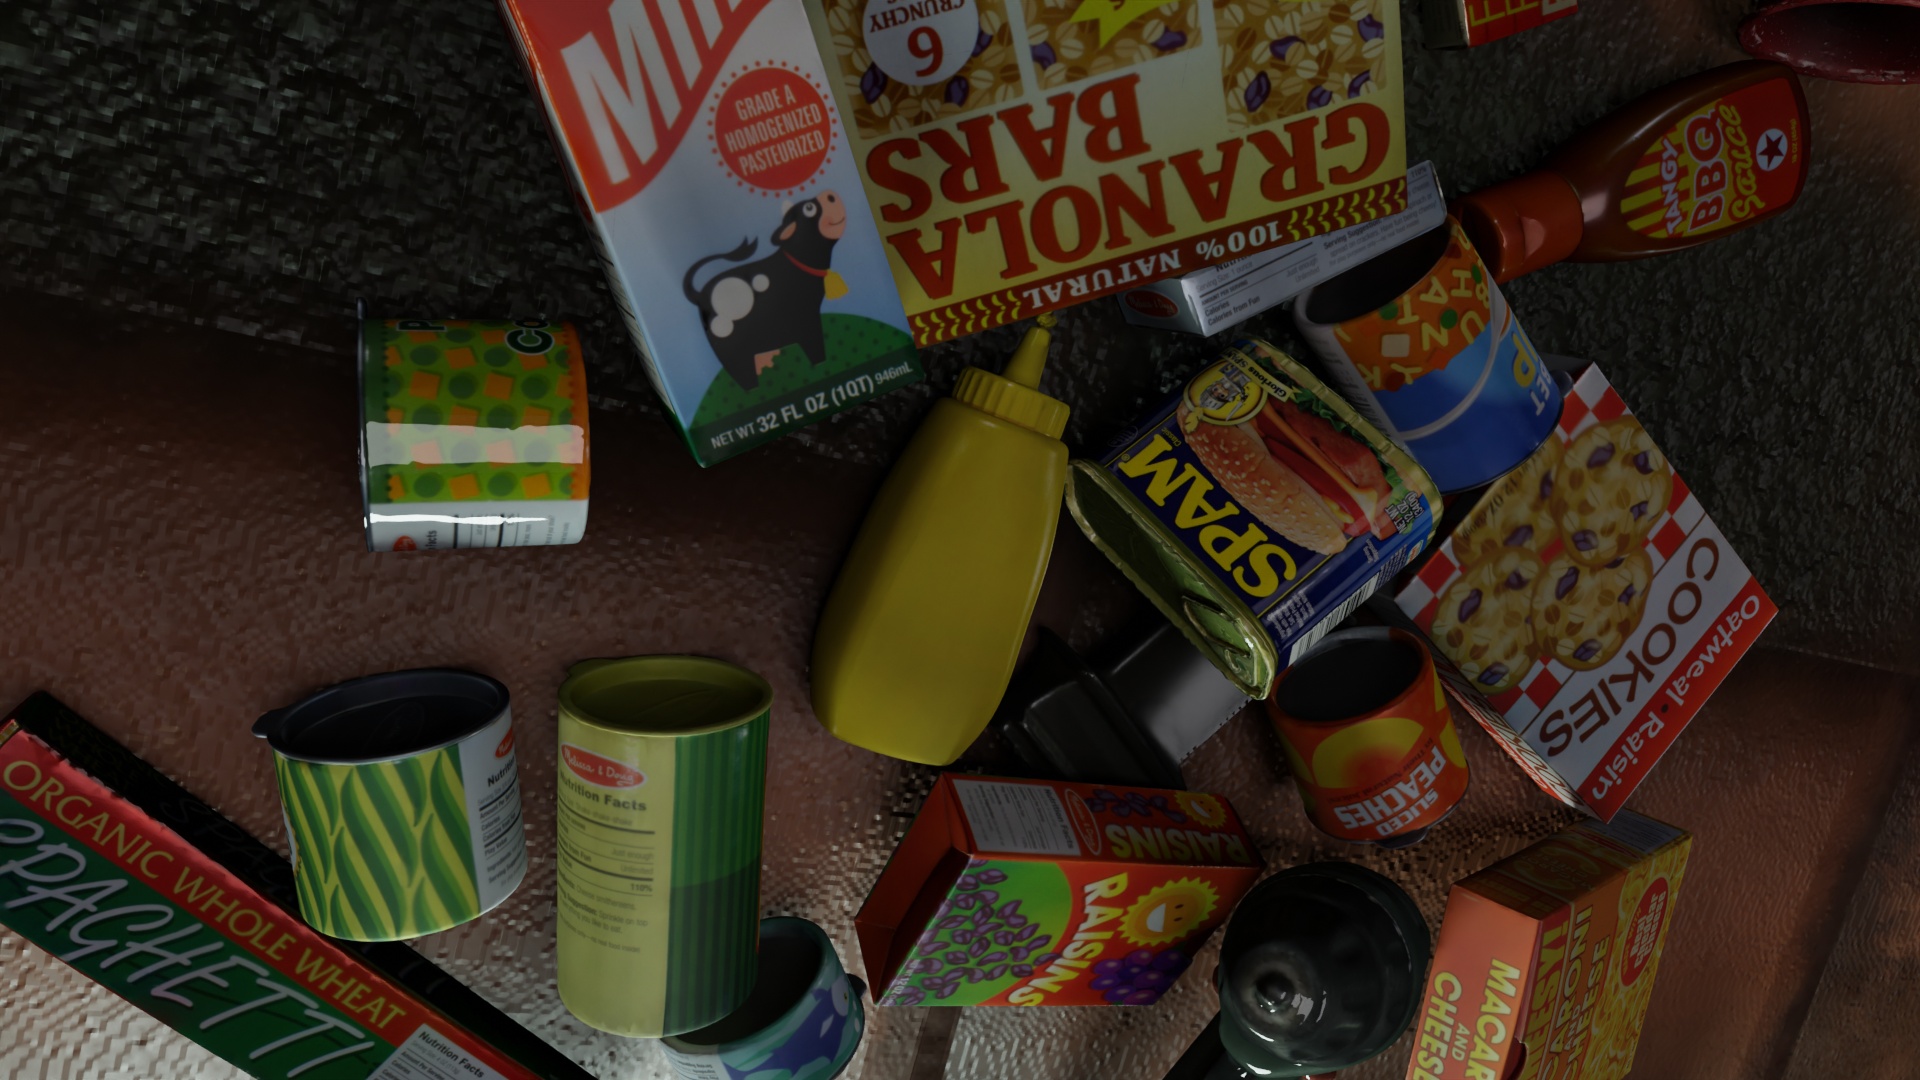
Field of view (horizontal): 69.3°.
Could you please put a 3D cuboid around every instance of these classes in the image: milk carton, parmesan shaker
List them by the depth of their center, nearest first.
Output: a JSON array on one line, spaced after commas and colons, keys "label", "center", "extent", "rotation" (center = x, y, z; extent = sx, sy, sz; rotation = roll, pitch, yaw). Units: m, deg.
[{"label": "milk carton", "center": [-0.080, -0.125, 0.389], "extent": [0.072, 0.073, 0.190], "rotation": [-24, 112, -13]}, {"label": "parmesan shaker", "center": [-0.098, 0.096, 0.449], "extent": [0.071, 0.071, 0.102], "rotation": [-1, 106, -21]}]

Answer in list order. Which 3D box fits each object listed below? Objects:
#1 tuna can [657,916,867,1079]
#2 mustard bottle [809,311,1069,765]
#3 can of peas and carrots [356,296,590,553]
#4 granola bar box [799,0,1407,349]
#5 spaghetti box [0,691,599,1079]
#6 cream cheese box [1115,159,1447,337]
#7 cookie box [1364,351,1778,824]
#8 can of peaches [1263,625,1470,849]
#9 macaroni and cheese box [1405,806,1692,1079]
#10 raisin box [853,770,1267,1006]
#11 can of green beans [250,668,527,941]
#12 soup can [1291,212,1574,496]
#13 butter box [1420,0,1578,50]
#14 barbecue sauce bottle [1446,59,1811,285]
[{"label": "tuna can", "center": [-0.067, 0.161, 0.477], "extent": [0.071, 0.071, 0.032], "rotation": [-26, 112, -13]}, {"label": "mustard bottle", "center": [0.002, -0.006, 0.468], "extent": [0.065, 0.049, 0.160], "rotation": [20, 96, -24]}, {"label": "can of peas and carrots", "center": [-0.139, -0.033, 0.396], "extent": [0.059, 0.071, 0.070], "rotation": [-2, 105, -22]}, {"label": "granola bar box", "center": [0.045, -0.138, 0.416], "extent": [0.165, 0.039, 0.123], "rotation": [-16, 125, 1]}, {"label": "spaghetti box", "center": [-0.204, 0.143, 0.438], "extent": [0.050, 0.029, 0.249], "rotation": [-45, 115, -5]}, {"label": "cream cheese box", "center": [0.110, -0.102, 0.482], "extent": [0.104, 0.053, 0.024], "rotation": [-27, 111, -13]}, {"label": "cookie box", "center": [0.254, 0.023, 0.581], "extent": [0.167, 0.040, 0.123], "rotation": [42, 87, -25]}, {"label": "can of peaches", "center": [0.158, 0.075, 0.540], "extent": [0.071, 0.071, 0.058], "rotation": [-29, 112, -12]}, {"label": "macaroni and cheese box", "center": [0.252, 0.190, 0.592], "extent": [0.167, 0.040, 0.123], "rotation": [-4, 107, -45]}, {"label": "raisin box", "center": [0.036, 0.129, 0.502], "extent": [0.123, 0.040, 0.085], "rotation": [10, 125, -28]}, {"label": "can of green beans", "center": [-0.166, 0.077, 0.414], "extent": [0.071, 0.071, 0.057], "rotation": [-7, 108, -20]}, {"label": "soup can", "center": [0.172, -0.070, 0.507], "extent": [0.071, 0.071, 0.083], "rotation": [-44, 115, -5]}, {"label": "butter box", "center": [0.186, -0.232, 0.493], "extent": [0.053, 0.024, 0.103], "rotation": [-22, 111, -14]}, {"label": "barbecue sauce bottle", "center": [0.256, -0.136, 0.536], "extent": [0.149, 0.044, 0.064], "rotation": [-21, 112, -15]}]
